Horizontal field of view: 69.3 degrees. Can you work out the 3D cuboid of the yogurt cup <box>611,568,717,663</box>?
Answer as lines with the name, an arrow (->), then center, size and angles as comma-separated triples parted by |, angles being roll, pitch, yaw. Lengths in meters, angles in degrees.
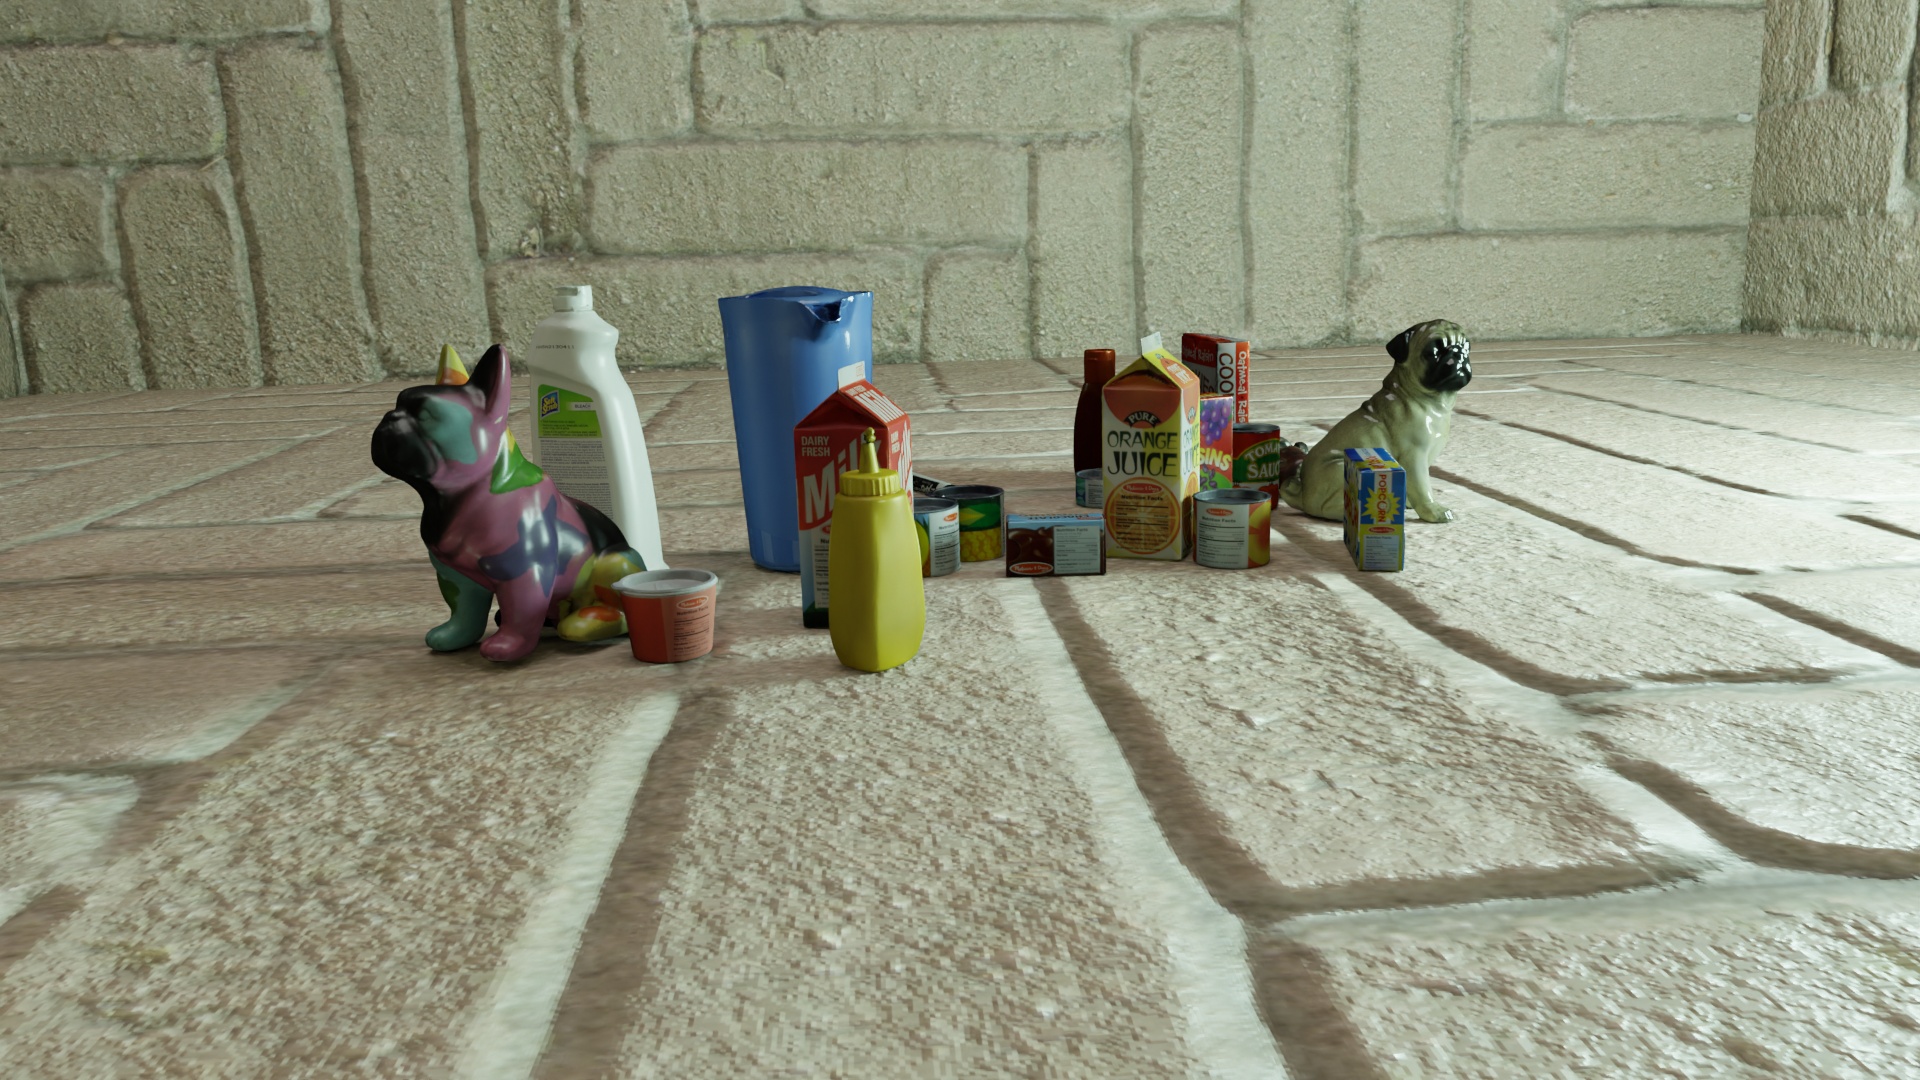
yogurt cup -> -0.202, 0.052, 0.966 | 0.072, 0.053, 0.072 | -2, 12, 0

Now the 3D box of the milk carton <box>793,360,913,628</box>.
milk carton -> -0.077, -0.035, 1.030 | 0.073, 0.190, 0.072 | 0, 12, 11

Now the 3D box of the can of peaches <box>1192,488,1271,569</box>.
can of peaches -> 0.233, -0.011, 1.187 | 0.071, 0.058, 0.071 | -2, 12, 0

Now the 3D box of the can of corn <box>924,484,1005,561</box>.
can of corn -> 0.004, -0.016, 1.241 | 0.071, 0.058, 0.071 | -2, 12, 0

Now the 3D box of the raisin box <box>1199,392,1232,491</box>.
raisin box -> 0.219, -0.078, 1.345 | 0.086, 0.123, 0.040 | -8, 13, -26

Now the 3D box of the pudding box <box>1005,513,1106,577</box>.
pudding box -> 0.079, 0.003, 1.163 | 0.084, 0.049, 0.030 | -2, 12, 1

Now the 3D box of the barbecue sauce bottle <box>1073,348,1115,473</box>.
barbecue sauce bottle -> 0.163, -0.148, 1.619 | 0.065, 0.148, 0.044 | 6, 14, 35

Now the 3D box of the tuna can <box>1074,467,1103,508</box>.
tuna can -> 0.154, -0.056, 1.465 | 0.071, 0.032, 0.071 | -2, 12, 0

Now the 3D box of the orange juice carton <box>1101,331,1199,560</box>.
orange juice carton -> 0.167, -0.084, 1.217 | 0.073, 0.192, 0.072 | 3, 13, 22

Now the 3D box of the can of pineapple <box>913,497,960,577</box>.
can of pineapple -> -0.035, -0.003, 1.191 | 0.071, 0.057, 0.071 | -2, 12, 0

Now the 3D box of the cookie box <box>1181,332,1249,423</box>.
cookie box -> 0.277, -0.140, 1.522 | 0.040, 0.167, 0.123 | -4, 12, -8

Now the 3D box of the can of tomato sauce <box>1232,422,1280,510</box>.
can of tomato sauce -> 0.293, -0.074, 1.413 | 0.071, 0.083, 0.071 | -2, 12, 0

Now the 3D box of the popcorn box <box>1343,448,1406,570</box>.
popcorn box -> 0.352, -0.029, 1.188 | 0.038, 0.085, 0.127 | 0, 12, 9

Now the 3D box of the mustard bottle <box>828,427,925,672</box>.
mustard bottle -> -0.057, 0.004, 0.920 | 0.049, 0.159, 0.065 | 6, 14, 34
